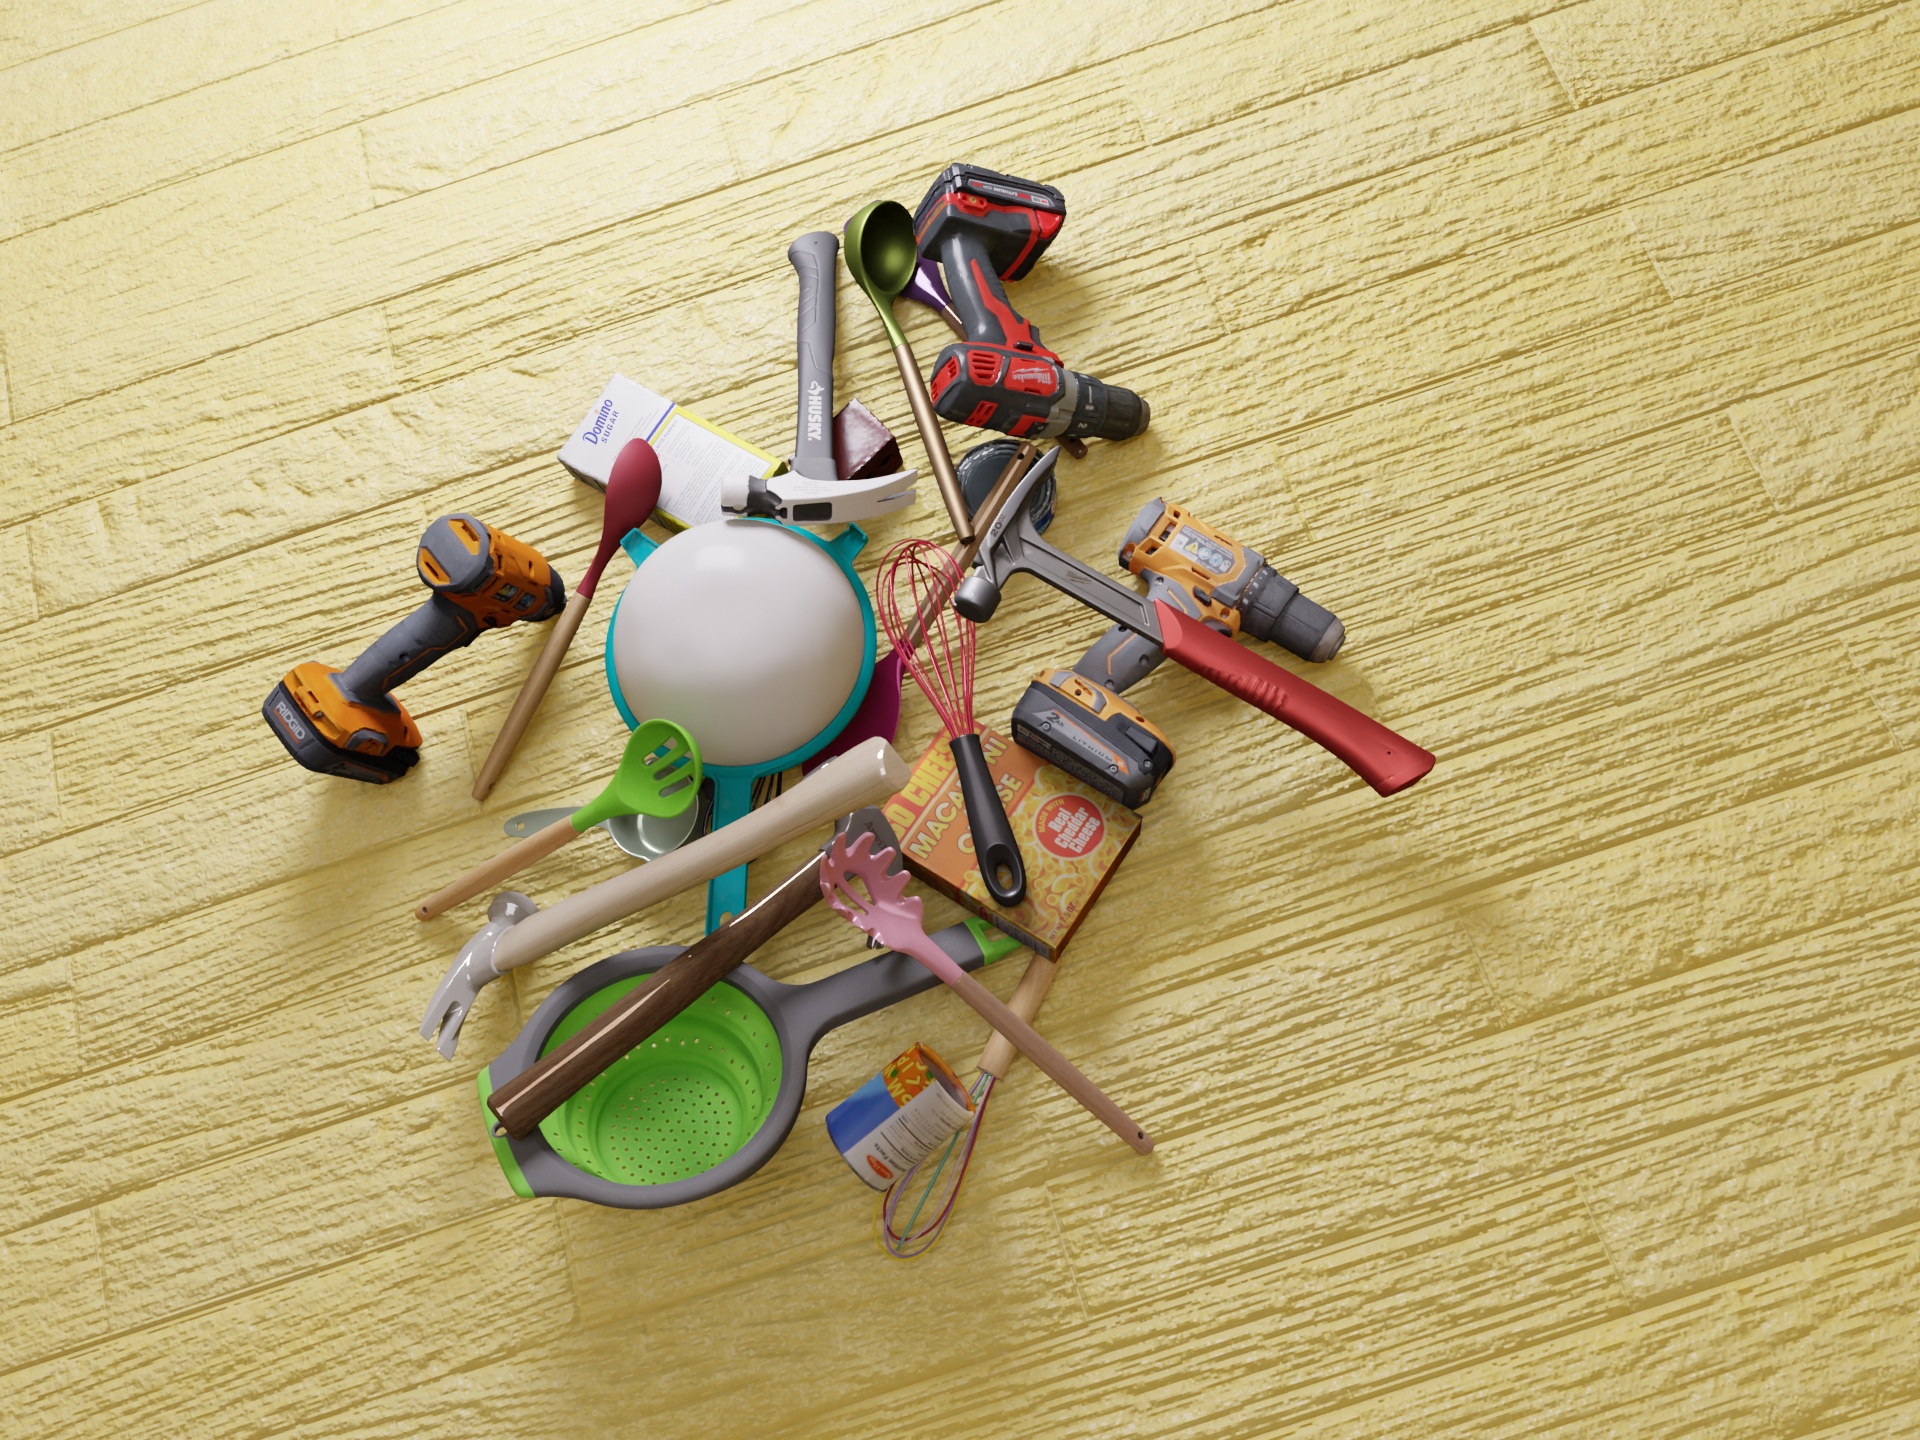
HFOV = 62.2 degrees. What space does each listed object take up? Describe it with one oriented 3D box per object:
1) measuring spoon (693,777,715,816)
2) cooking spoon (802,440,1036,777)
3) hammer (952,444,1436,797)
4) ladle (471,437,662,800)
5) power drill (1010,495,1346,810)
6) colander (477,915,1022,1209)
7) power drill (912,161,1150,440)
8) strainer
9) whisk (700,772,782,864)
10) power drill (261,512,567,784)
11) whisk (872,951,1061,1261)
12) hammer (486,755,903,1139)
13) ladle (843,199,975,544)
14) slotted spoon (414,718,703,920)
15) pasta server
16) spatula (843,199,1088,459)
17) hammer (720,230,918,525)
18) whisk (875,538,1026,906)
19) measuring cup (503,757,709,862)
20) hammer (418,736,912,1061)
[{"bbox_3d":[-0.182,0.022,1.255,0.034,0.018,0.124,21,76,12],"label":"measuring spoon"},{"bbox_3d":[-0.027,-0.082,1.248,0.069,0.017,0.319,31,88,19],"label":"cooking spoon"},{"bbox_3d":[0.181,-0.058,1.155,0.359,0.036,0.149,30,70,5],"label":"hammer"},{"bbox_3d":[-0.312,-0.077,1.262,0.031,0.069,0.315,29,93,18],"label":"ladle"},{"bbox_3d":[0.166,-0.041,1.207,0.185,0.084,0.226,32,74,13],"label":"power drill"},{"bbox_3d":[-0.136,0.242,1.148,0.397,0.094,0.205,-20,50,-19],"label":"colander"},{"bbox_3d":[0.056,-0.326,1.289,0.187,0.080,0.227,4,64,-28],"label":"power drill"},{"bbox_3d":[-0.172,-0.007,1.162,0.211,0.095,0.341,-1,72,4],"label":"strainer"},{"bbox_3d":[-0.140,0.006,1.242,0.055,0.055,0.239,17,70,12],"label":"whisk"},{"bbox_3d":[-0.412,-0.054,1.247,0.226,0.164,0.084,-44,73,5],"label":"power drill"},{"bbox_3d":[0.007,0.271,1.141,0.047,0.051,0.245,24,73,19],"label":"whisk"},{"bbox_3d":[-0.176,0.171,1.096,0.331,0.031,0.130,-37,97,-21],"label":"hammer"},{"bbox_3d":[-0.030,-0.285,1.285,0.062,0.078,0.320,-29,65,25],"label":"ladle"},{"bbox_3d":[-0.300,0.084,1.175,0.314,0.031,0.070,-29,83,27],"label":"slotted spoon"},{"bbox_3d":[0.021,0.197,1.113,0.316,0.040,0.060,42,56,-4],"label":"pasta server"},{"bbox_3d":[0.003,-0.330,1.348,0.060,0.018,0.316,-39,71,-4],"label":"spatula"},{"bbox_3d":[-0.111,-0.285,1.282,0.146,0.035,0.335,1,52,-5],"label":"hammer"},{"bbox_3d":[-0.002,-0.004,1.176,0.073,0.073,0.296,-17,73,1],"label":"whisk"},{"bbox_3d":[-0.274,0.078,1.242,0.167,0.038,0.083,-7,73,15],"label":"measuring cup"},{"bbox_3d":[-0.206,0.114,1.085,0.410,0.038,0.146,-26,26,28],"label":"hammer"}]
